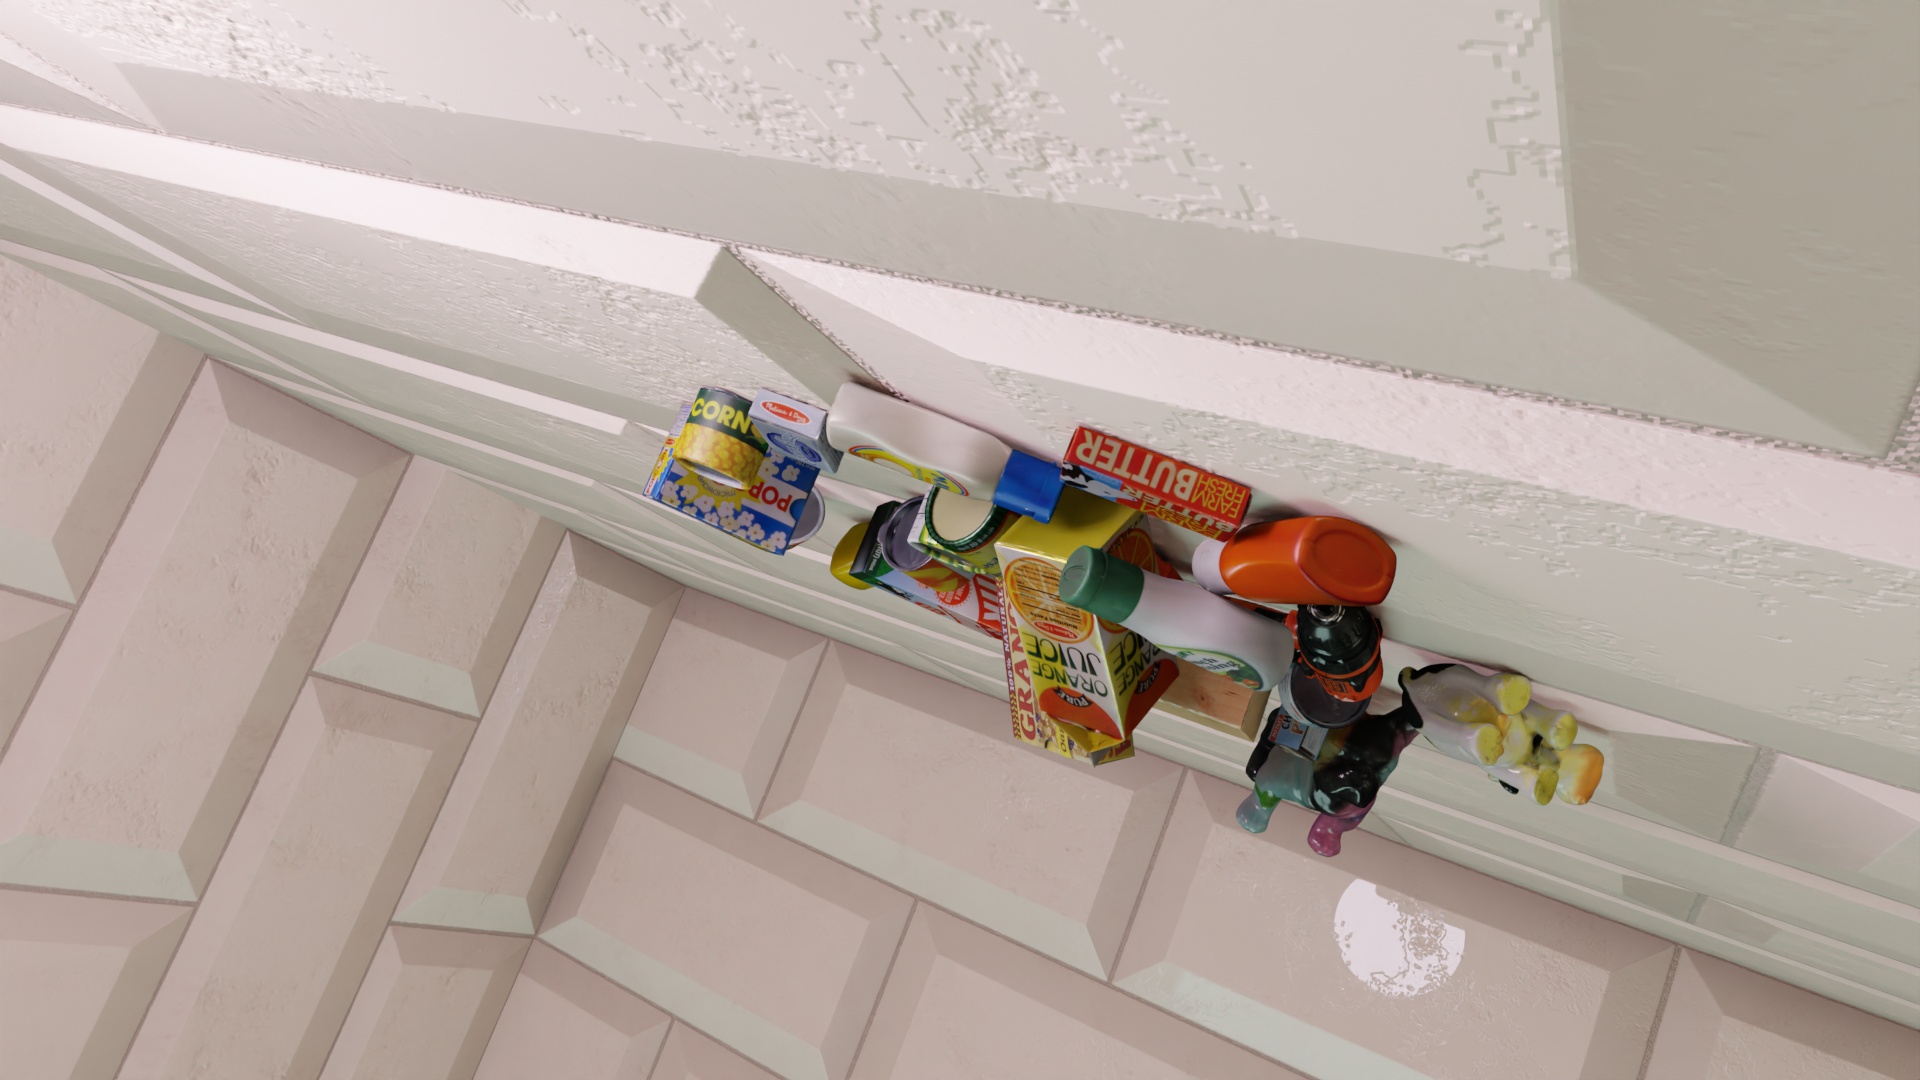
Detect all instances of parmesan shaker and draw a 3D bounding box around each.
[{"bbox_3d":[0.030,-0.006,0.953,0.071,0.071,0.103,12,167,45],"label":"parmesan shaker"}]

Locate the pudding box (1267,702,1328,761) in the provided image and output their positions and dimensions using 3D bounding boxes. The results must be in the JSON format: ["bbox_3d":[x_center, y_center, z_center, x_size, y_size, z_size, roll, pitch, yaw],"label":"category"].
[{"bbox_3d":[0.289,0.136,1.148,0.030,0.084,0.049,18,171,37],"label":"pudding box"}]

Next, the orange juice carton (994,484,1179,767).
[{"bbox_3d":[0.091,0.063,0.926,0.073,0.072,0.191,15,135,38],"label":"orange juice carton"}]

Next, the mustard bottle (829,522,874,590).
[{"bbox_3d":[-0.079,0.014,1.363,0.049,0.065,0.160,30,165,-20],"label":"mustard bottle"}]

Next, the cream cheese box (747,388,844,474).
[{"bbox_3d":[-0.118,-0.079,1.022,0.053,0.024,0.103,21,171,7],"label":"cream cheese box"}]

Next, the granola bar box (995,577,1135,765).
[{"bbox_3d":[0.076,0.080,1.069,0.039,0.165,0.124,-9,-174,-27],"label":"granola bar box"}]

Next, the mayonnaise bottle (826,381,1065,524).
[{"bbox_3d":[-0.008,-0.053,0.860,0.148,0.041,0.064,22,169,5],"label":"mayonnaise bottle"}]

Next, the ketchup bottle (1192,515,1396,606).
[{"bbox_3d":[0.182,0.014,0.798,0.065,0.043,0.148,23,171,-15],"label":"ketchup bottle"}]

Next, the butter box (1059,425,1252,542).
[{"bbox_3d":[0.108,-0.031,0.774,0.103,0.024,0.053,21,172,6],"label":"butter box"}]

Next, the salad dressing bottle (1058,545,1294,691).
[{"bbox_3d":[0.129,0.046,0.833,0.147,0.044,0.064,23,169,-19],"label":"salad dressing bottle"}]

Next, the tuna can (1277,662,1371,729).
[{"bbox_3d":[0.285,0.112,1.079,0.071,0.071,0.033,22,172,-4],"label":"tuna can"}]

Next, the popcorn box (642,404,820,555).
[{"bbox_3d":[-0.192,-0.050,1.169,0.126,0.085,0.038,27,170,-31],"label":"popcorn box"}]

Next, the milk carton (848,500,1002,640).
[{"bbox_3d":[0.004,0.036,1.259,0.190,0.072,0.073,24,170,-12],"label":"milk carton"}]

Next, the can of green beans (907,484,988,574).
[{"bbox_3d":[0.001,-0.014,1.018,0.071,0.058,0.071,21,171,4],"label":"can of green beans"}]

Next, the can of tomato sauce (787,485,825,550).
[{"bbox_3d":[-0.166,-0.025,1.323,0.071,0.071,0.083,24,170,-12],"label":"can of tomato sauce"}]

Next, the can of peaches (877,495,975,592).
[{"bbox_3d":[-0.024,0.004,1.153,0.071,0.071,0.058,14,168,41],"label":"can of peaches"}]

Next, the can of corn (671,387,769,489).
[{"bbox_3d":[-0.181,-0.078,1.064,0.071,0.058,0.071,21,171,4],"label":"can of corn"}]
